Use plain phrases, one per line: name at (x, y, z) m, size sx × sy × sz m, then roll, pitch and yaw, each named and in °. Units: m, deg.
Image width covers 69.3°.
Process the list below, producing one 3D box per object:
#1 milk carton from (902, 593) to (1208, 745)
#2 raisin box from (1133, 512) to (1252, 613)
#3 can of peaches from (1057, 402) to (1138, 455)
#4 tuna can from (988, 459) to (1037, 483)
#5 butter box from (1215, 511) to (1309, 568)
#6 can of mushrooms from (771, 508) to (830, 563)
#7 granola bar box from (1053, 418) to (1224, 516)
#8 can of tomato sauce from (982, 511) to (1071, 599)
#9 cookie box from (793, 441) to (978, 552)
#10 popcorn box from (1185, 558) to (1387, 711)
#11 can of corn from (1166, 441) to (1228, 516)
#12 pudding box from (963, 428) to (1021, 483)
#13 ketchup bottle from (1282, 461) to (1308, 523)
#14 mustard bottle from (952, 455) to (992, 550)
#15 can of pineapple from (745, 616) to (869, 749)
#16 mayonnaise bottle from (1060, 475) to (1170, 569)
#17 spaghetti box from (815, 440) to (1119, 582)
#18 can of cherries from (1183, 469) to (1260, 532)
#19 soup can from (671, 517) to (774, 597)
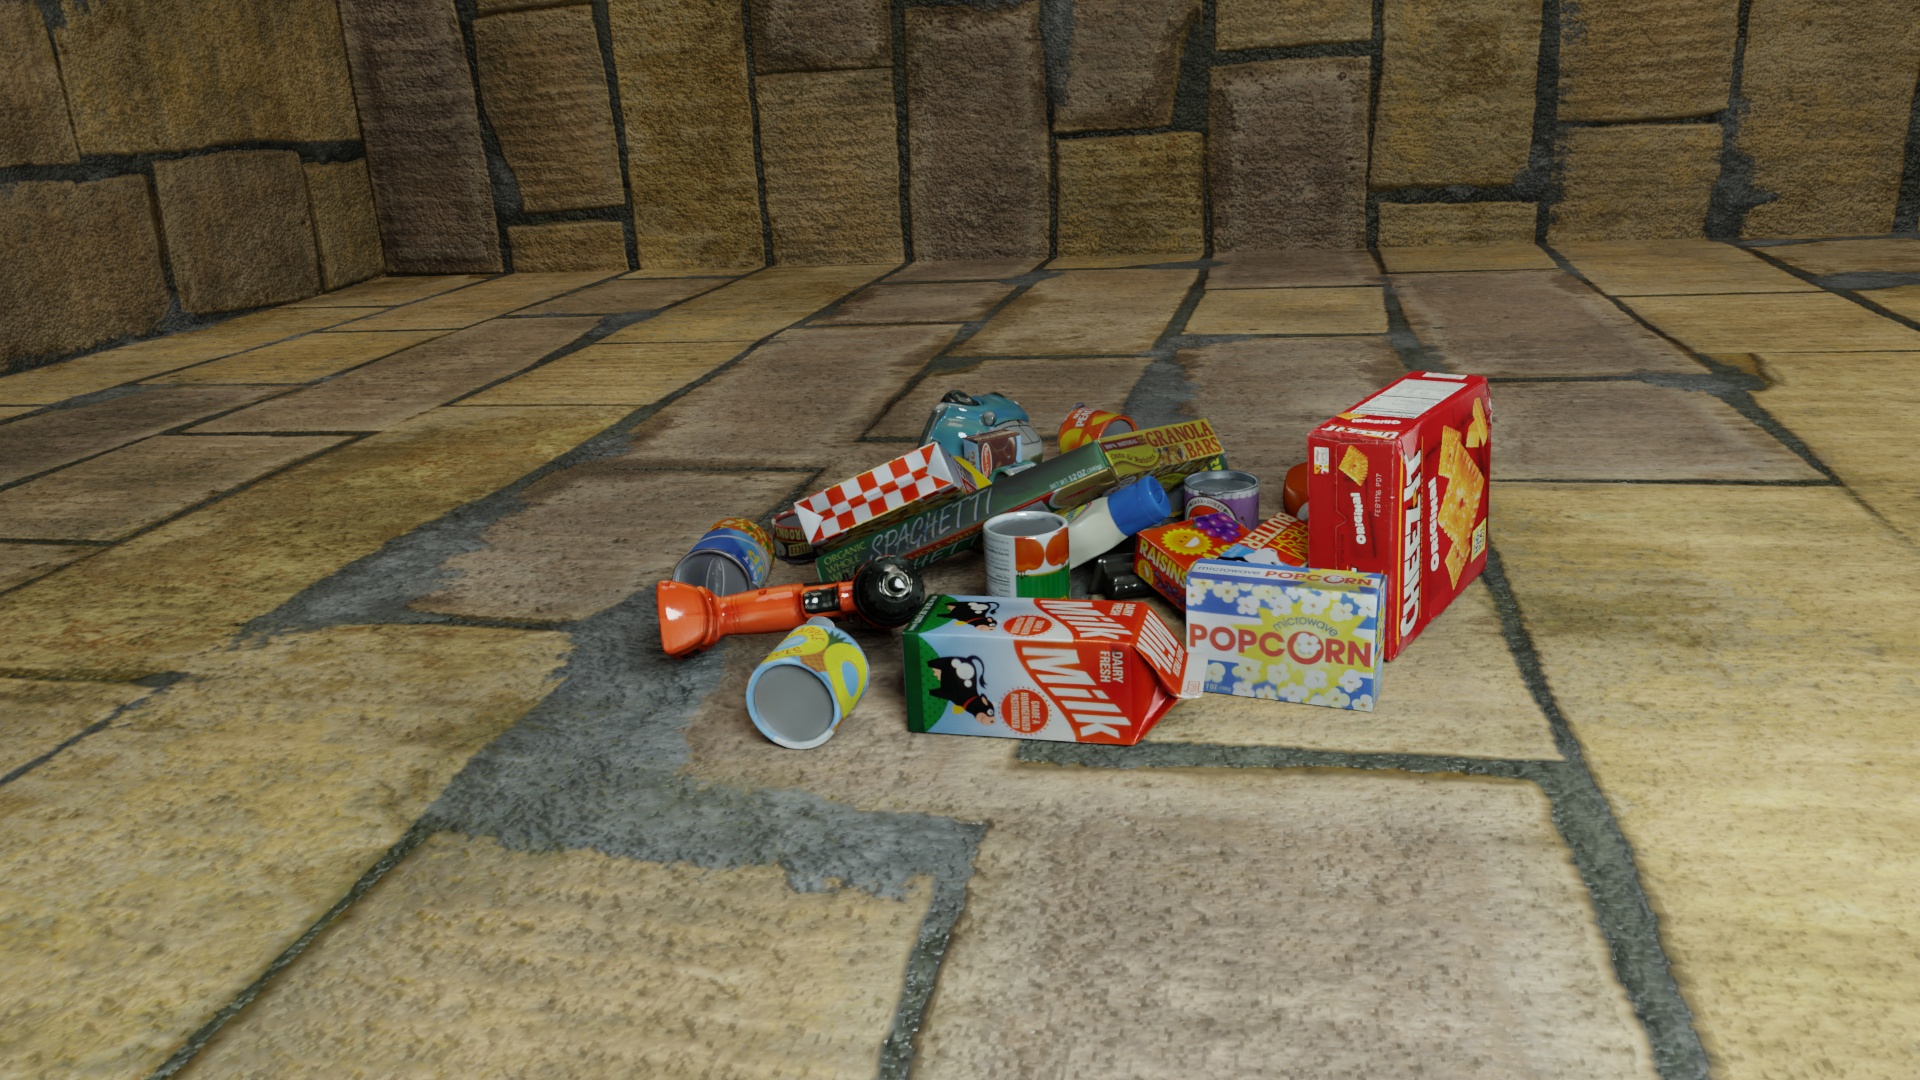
milk carton at (0.064, 0.083, 0.906) m, size 0.190 × 0.073 × 0.072 m, roll 2°, pitch 19°, yaw 13°
raisin box at (0.202, 0.028, 1.056) m, size 0.086 × 0.039 × 0.124 m, roll -14°, pitch 34°, yaw -26°
can of peaches at (0.144, -0.105, 1.446) m, size 0.071 × 0.071 × 0.058 m, roll -18°, pitch 24°, yaw -36°
tuna can at (0.053, -0.038, 1.278) m, size 0.033 × 0.070 × 0.071 m, roll -15°, pitch 22°, yaw -28°
butter box at (0.231, 0.015, 1.018) m, size 0.053 × 0.024 × 0.104 m, roll 26°, pitch 37°, yaw 30°
can of mushrooms at (-0.139, -0.005, 1.264) m, size 0.071 × 0.033 × 0.071 m, roll -2°, pitch 19°, yaw 1°
granola bar box at (0.137, -0.052, 1.218) m, size 0.166 × 0.039 × 0.123 m, roll -14°, pitch -18°, yaw -46°
can of tomato sauce at (0.053, 0.026, 1.061) m, size 0.071 × 0.082 × 0.071 m, roll -3°, pitch 19°, yaw 1°
cookie box at (-0.053, -0.029, 1.143) m, size 0.123 × 0.040 × 0.167 m, roll -23°, pitch -9°, yaw 7°
popcorn box at (0.215, 0.061, 0.924) m, size 0.127 × 0.085 × 0.038 m, roll 5°, pitch 21°, yaw 23°
can of corn at (0.211, -0.062, 1.310) m, size 0.071 × 0.071 × 0.058 m, roll 14°, pitch 27°, yaw 42°
pudding box at (0.032, -0.061, 1.316) m, size 0.050 × 0.083 × 0.030 m, roll -14°, pitch 21°, yaw -28°
ketchup bottle at (0.320, -0.031, 1.240) m, size 0.065 × 0.043 × 0.149 m, roll 1°, pitch 19°, yaw 15°
mustard bottle at (0.011, -0.027, 1.258) m, size 0.049 × 0.065 × 0.160 m, roll -11°, pitch 27°, yaw -27°
can of pineapple at (-0.101, 0.094, 0.911) m, size 0.071 × 0.070 × 0.058 m, roll 2°, pitch 19°, yaw 15°
mayonnaise bottle at (0.096, -0.005, 1.113) m, size 0.147 × 0.041 × 0.065 m, roll -27°, pitch 11°, yaw 25°
spaghetti box at (0.004, -0.014, 1.110) m, size 0.250 × 0.029 × 0.050 m, roll -23°, pitch -19°, yaw 9°
can of cherries at (0.227, -0.025, 1.216) m, size 0.071 × 0.058 × 0.072 m, roll -2°, pitch 19°, yaw 1°
soup can at (-0.190, 0.025, 1.136) m, size 0.071 × 0.071 × 0.084 m, roll -1°, pitch 18°, yaw 6°
